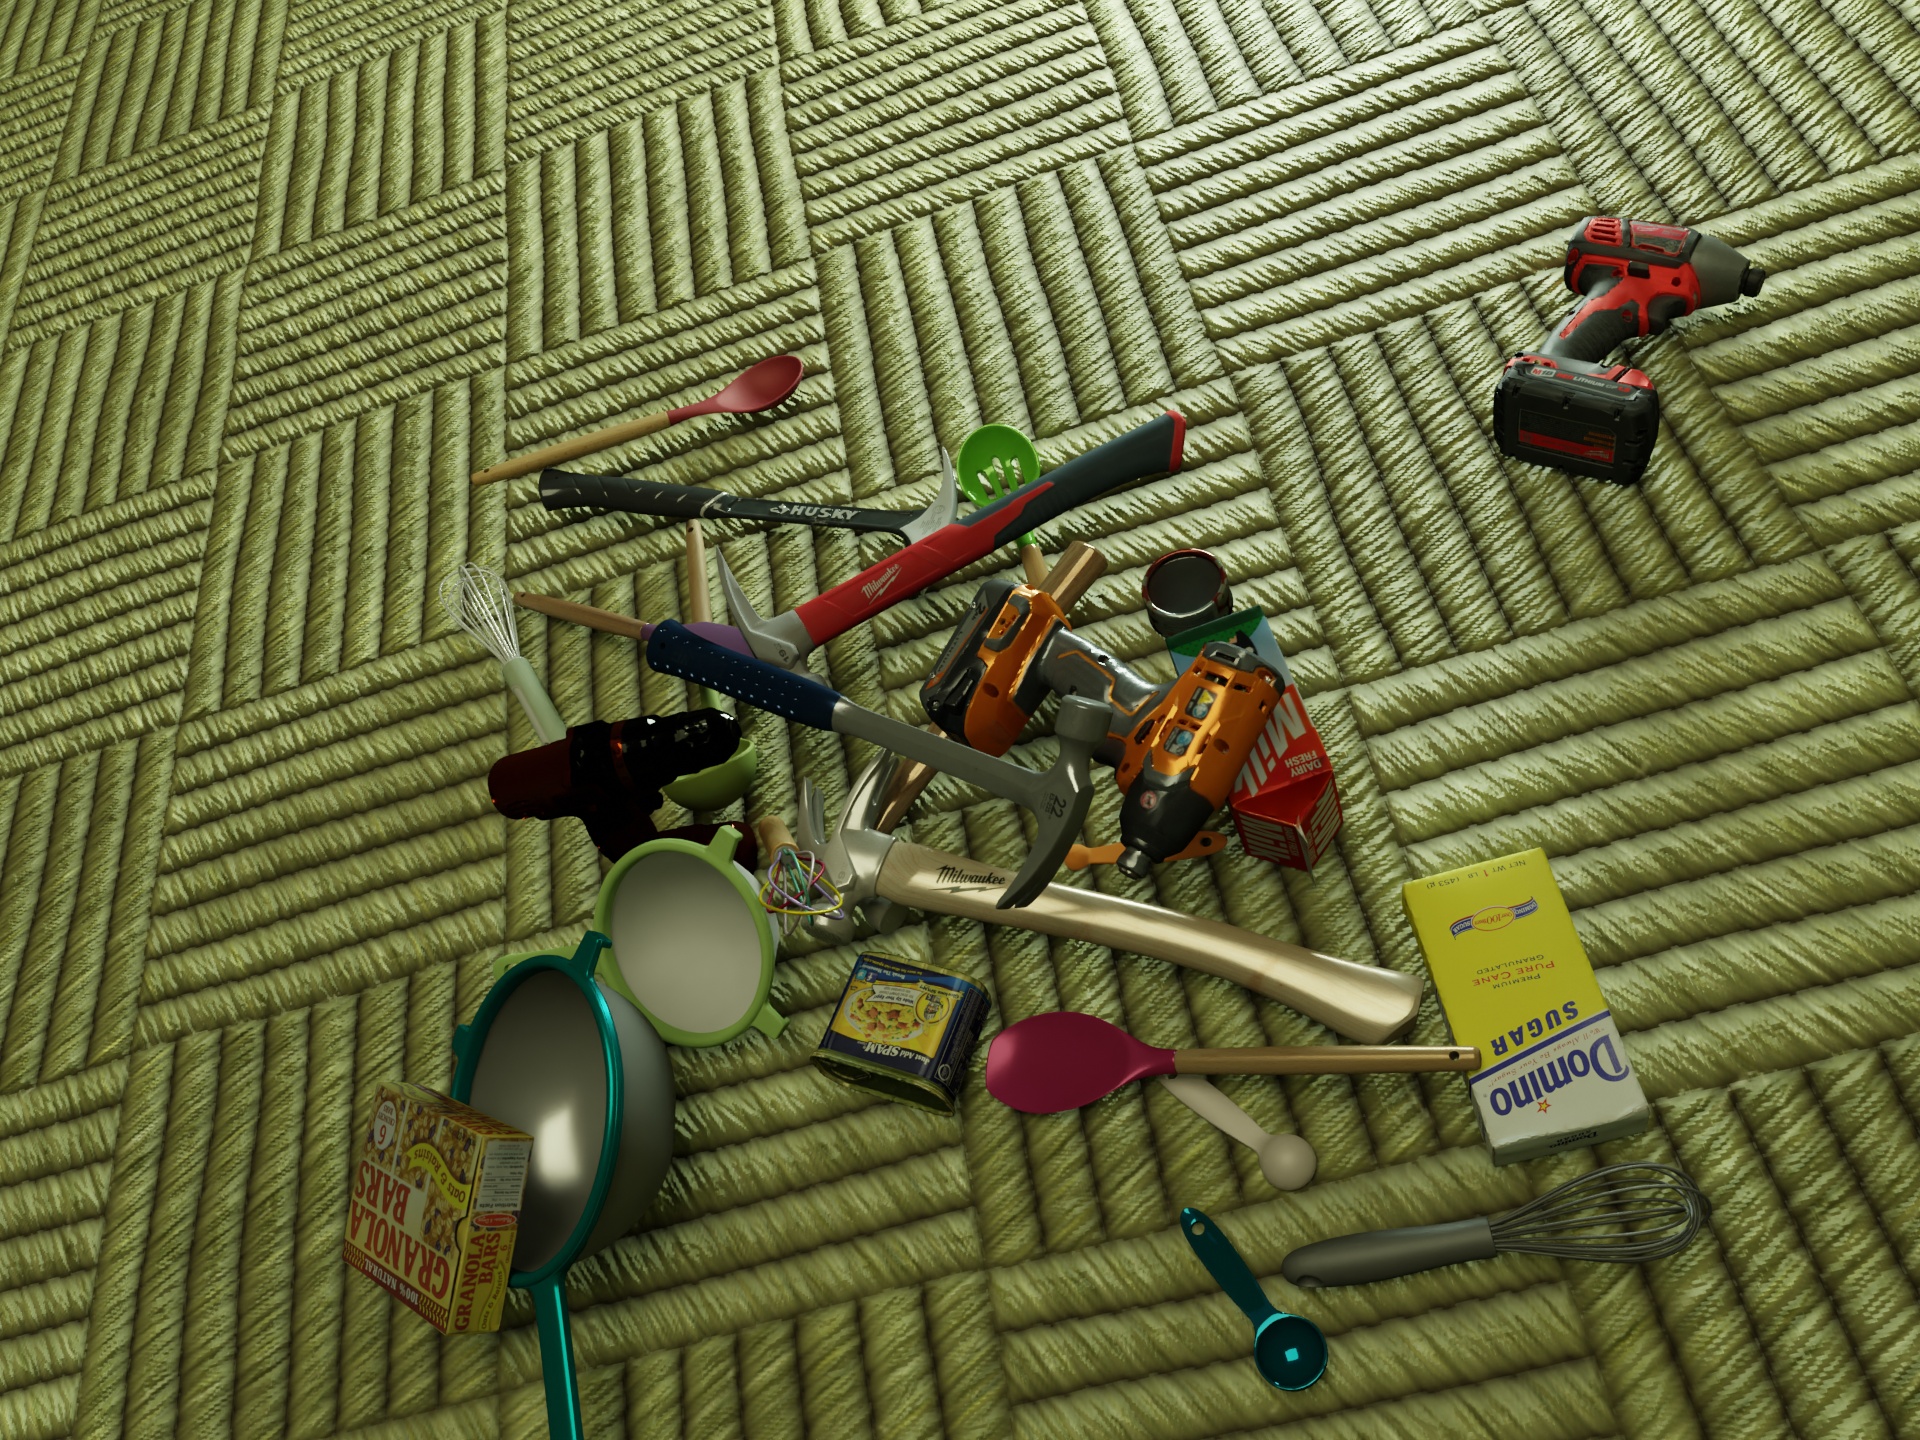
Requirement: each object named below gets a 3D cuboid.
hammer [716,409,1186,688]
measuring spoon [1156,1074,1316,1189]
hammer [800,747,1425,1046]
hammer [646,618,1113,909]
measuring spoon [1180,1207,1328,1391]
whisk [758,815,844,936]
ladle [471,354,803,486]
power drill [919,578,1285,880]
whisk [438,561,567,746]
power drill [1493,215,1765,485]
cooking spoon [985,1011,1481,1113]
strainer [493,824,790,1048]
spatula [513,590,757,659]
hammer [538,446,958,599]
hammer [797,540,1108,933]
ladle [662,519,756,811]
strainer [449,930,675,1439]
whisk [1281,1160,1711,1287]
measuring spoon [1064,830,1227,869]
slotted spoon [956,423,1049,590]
[{"bbox_3d":[0.002,-0.155,1.244,0.386,0.038,0.143,-29,79,-9],"label":"hammer"},{"bbox_3d":[0.168,0.247,0.996,0.124,0.018,0.034,33,74,33],"label":"measuring spoon"},{"bbox_3d":[0.101,0.126,1.063,0.411,0.038,0.146,13,68,19],"label":"hammer"},{"bbox_3d":[-0.079,0.004,1.112,0.406,0.035,0.144,20,99,36],"label":"hammer"},{"bbox_3d":[0.170,0.341,0.940,0.042,0.021,0.129,-35,45,-6],"label":"measuring spoon"},{"bbox_3d":[-0.122,0.098,1.096,0.047,0.051,0.245,-28,13,-7],"label":"whisk"},{"bbox_3d":[-0.291,-0.267,1.449,0.315,0.031,0.069,-20,44,-8],"label":"ladle"},{"bbox_3d":[0.086,0.004,1.076,0.227,0.084,0.164,23,77,35],"label":"power drill"},{"bbox_3d":[-0.385,-0.051,1.365,0.059,0.057,0.247,-18,54,-27],"label":"whisk"},{"bbox_3d":[0.501,-0.287,1.194,0.143,0.078,0.220,21,64,29],"label":"power drill"},{"bbox_3d":[0.161,0.214,0.997,0.319,0.017,0.069,-7,57,26],"label":"cooking spoon"},{"bbox_3d":[-0.228,0.162,1.162,0.256,0.069,0.151,-12,94,28],"label":"strainer"},{"bbox_3d":[-0.279,-0.076,1.325,0.316,0.018,0.060,16,60,39],"label":"spatula"},{"bbox_3d":[-0.192,-0.189,1.375,0.409,0.036,0.149,9,54,22],"label":"hammer"},{"bbox_3d":[-0.002,-0.004,1.194,0.130,0.031,0.331,31,77,33],"label":"hammer"},{"bbox_3d":[-0.214,-0.058,1.304,0.078,0.062,0.321,-19,52,8],"label":"ladle"},{"bbox_3d":[-0.238,0.322,1.036,0.211,0.095,0.341,-35,57,35],"label":"strainer"},{"bbox_3d":[0.300,0.293,0.905,0.239,0.055,0.055,-15,55,14],"label":"whisk"},{"bbox_3d":[0.129,0.089,1.116,0.117,0.011,0.021,-8,56,14],"label":"measuring spoon"},{"bbox_3d":[0.059,-0.115,1.264,0.070,0.031,0.314,-20,56,6],"label":"slotted spoon"}]
